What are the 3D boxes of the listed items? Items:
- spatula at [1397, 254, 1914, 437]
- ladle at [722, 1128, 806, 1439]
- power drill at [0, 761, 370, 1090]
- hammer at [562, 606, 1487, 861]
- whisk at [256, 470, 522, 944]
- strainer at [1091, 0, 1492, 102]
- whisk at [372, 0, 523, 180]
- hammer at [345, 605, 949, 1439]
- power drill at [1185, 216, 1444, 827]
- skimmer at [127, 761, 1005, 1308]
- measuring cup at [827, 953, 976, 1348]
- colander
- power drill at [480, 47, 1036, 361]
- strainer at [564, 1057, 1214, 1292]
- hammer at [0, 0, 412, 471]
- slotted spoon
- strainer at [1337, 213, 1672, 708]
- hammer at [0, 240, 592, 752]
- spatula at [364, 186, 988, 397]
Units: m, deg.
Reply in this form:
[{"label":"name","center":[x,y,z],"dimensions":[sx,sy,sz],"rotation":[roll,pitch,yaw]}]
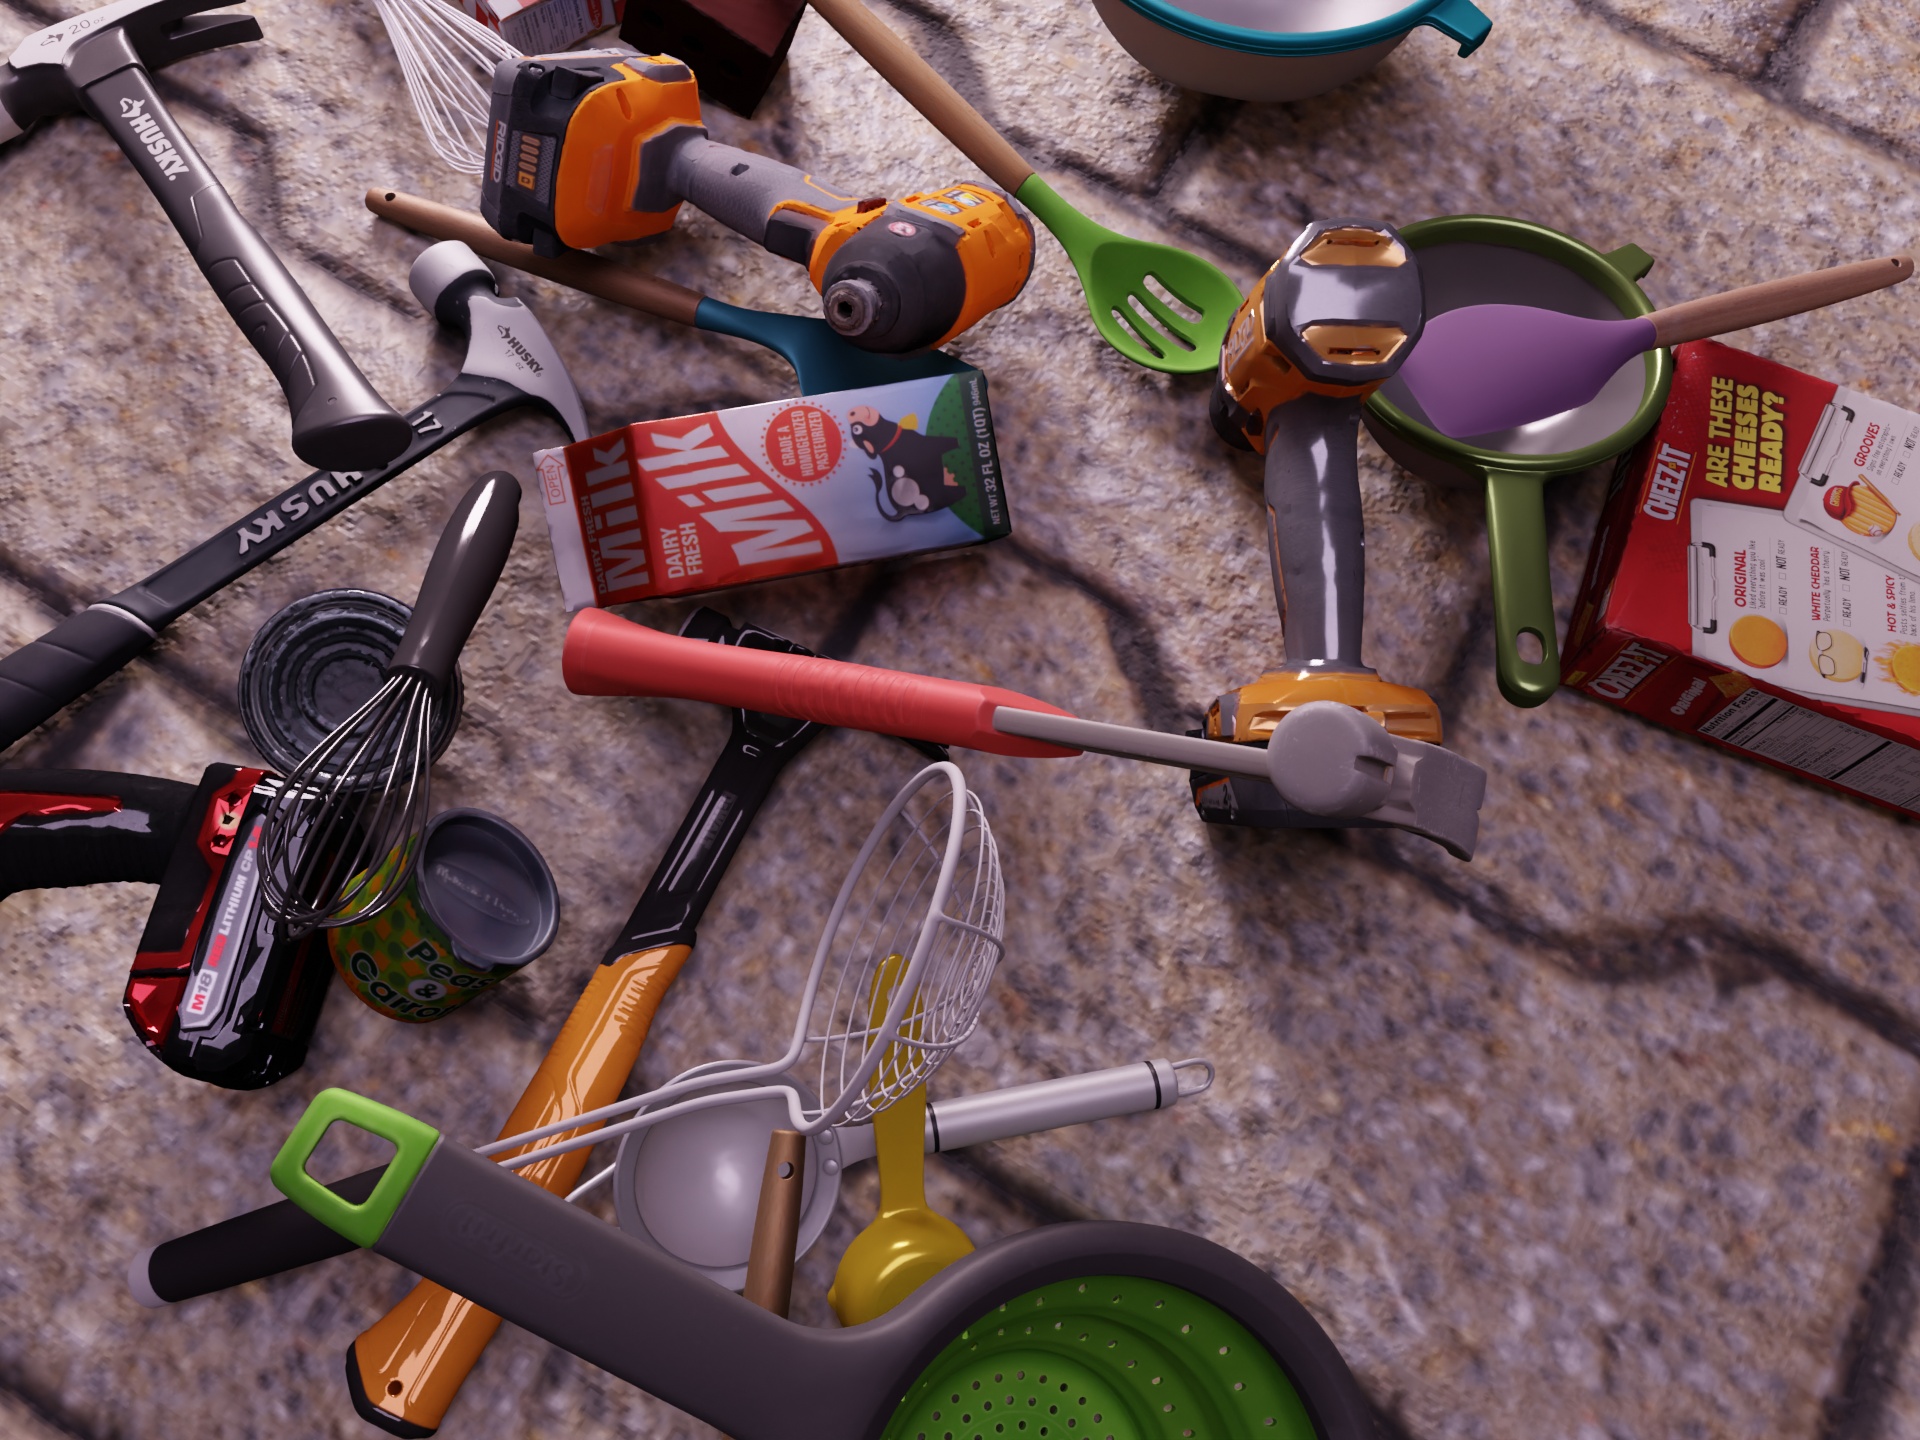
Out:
[{"label":"spatula","center":[0.314,-0.175,0.694],"dimensions":[0.316,0.018,0.060],"rotation":[-17,69,-25]},{"label":"ladle","center":[-0.077,0.300,0.526],"dimensions":[0.078,0.062,0.320],"rotation":[10,75,-12]},{"label":"power drill","center":[-0.354,0.066,0.599],"dimensions":[0.219,0.078,0.143],"rotation":[14,73,-3]},{"label":"hammer","center":[-0.001,-0.002,0.574],"dimensions":[0.359,0.149,0.037],"rotation":[9,86,32]},{"label":"whisk","center":[-0.209,-0.017,0.607],"dimensions":[0.055,0.055,0.239],"rotation":[7,49,0]},{"label":"strainer","center":[0.085,-0.383,0.805],"dimensions":[0.340,0.095,0.211],"rotation":[-1,66,-1]},{"label":"whisk","center":[-0.283,-0.361,0.803],"dimensions":[0.070,0.070,0.285],"rotation":[-33,68,-14]},{"label":"hammer","center":[-0.128,0.116,0.628],"dimensions":[0.127,0.034,0.337],"rotation":[24,69,8]},{"label":"power drill","center":[0.138,-0.070,0.661],"dimensions":[0.084,0.185,0.226],"rotation":[0,87,-2]},{"label":"skimmer","center":[-0.147,0.121,0.545],"dimensions":[0.363,0.090,0.127],"rotation":[-21,29,10]},{"label":"measuring cup","center":[-0.018,0.164,0.580],"dimensions":[0.062,0.029,0.156],"rotation":[-4,97,-16]},{"label":"colander","center":[-0.034,0.227,0.515],"dimensions":[0.397,0.094,0.204],"rotation":[32,69,-10]},{"label":"power drill","center":[-0.093,-0.224,0.703],"dimensions":[0.226,0.084,0.164],"rotation":[22,30,9]},{"label":"strainer","center":[-0.023,0.160,0.613],"dimensions":[0.258,0.050,0.087],"rotation":[-8,93,-12]},{"label":"hammer","center":[-0.338,-0.229,0.729],"dimensions":[0.146,0.035,0.335],"rotation":[-34,64,-14]},{"label":"slotted spoon","center":[0.014,-0.276,0.766],"dimensions":[0.314,0.031,0.070],"rotation":[44,72,2]},{"label":"strainer","center":[0.235,-0.109,0.706],"dimensions":[0.151,0.069,0.257],"rotation":[5,62,1]},{"label":"hammer","center":[-0.339,-0.049,0.685],"dimensions":[0.409,0.036,0.149],"rotation":[-39,76,-15]},{"label":"spatula","center":[-0.144,-0.194,0.758],"dimensions":[0.317,0.044,0.082],"rotation":[22,70,11]}]
